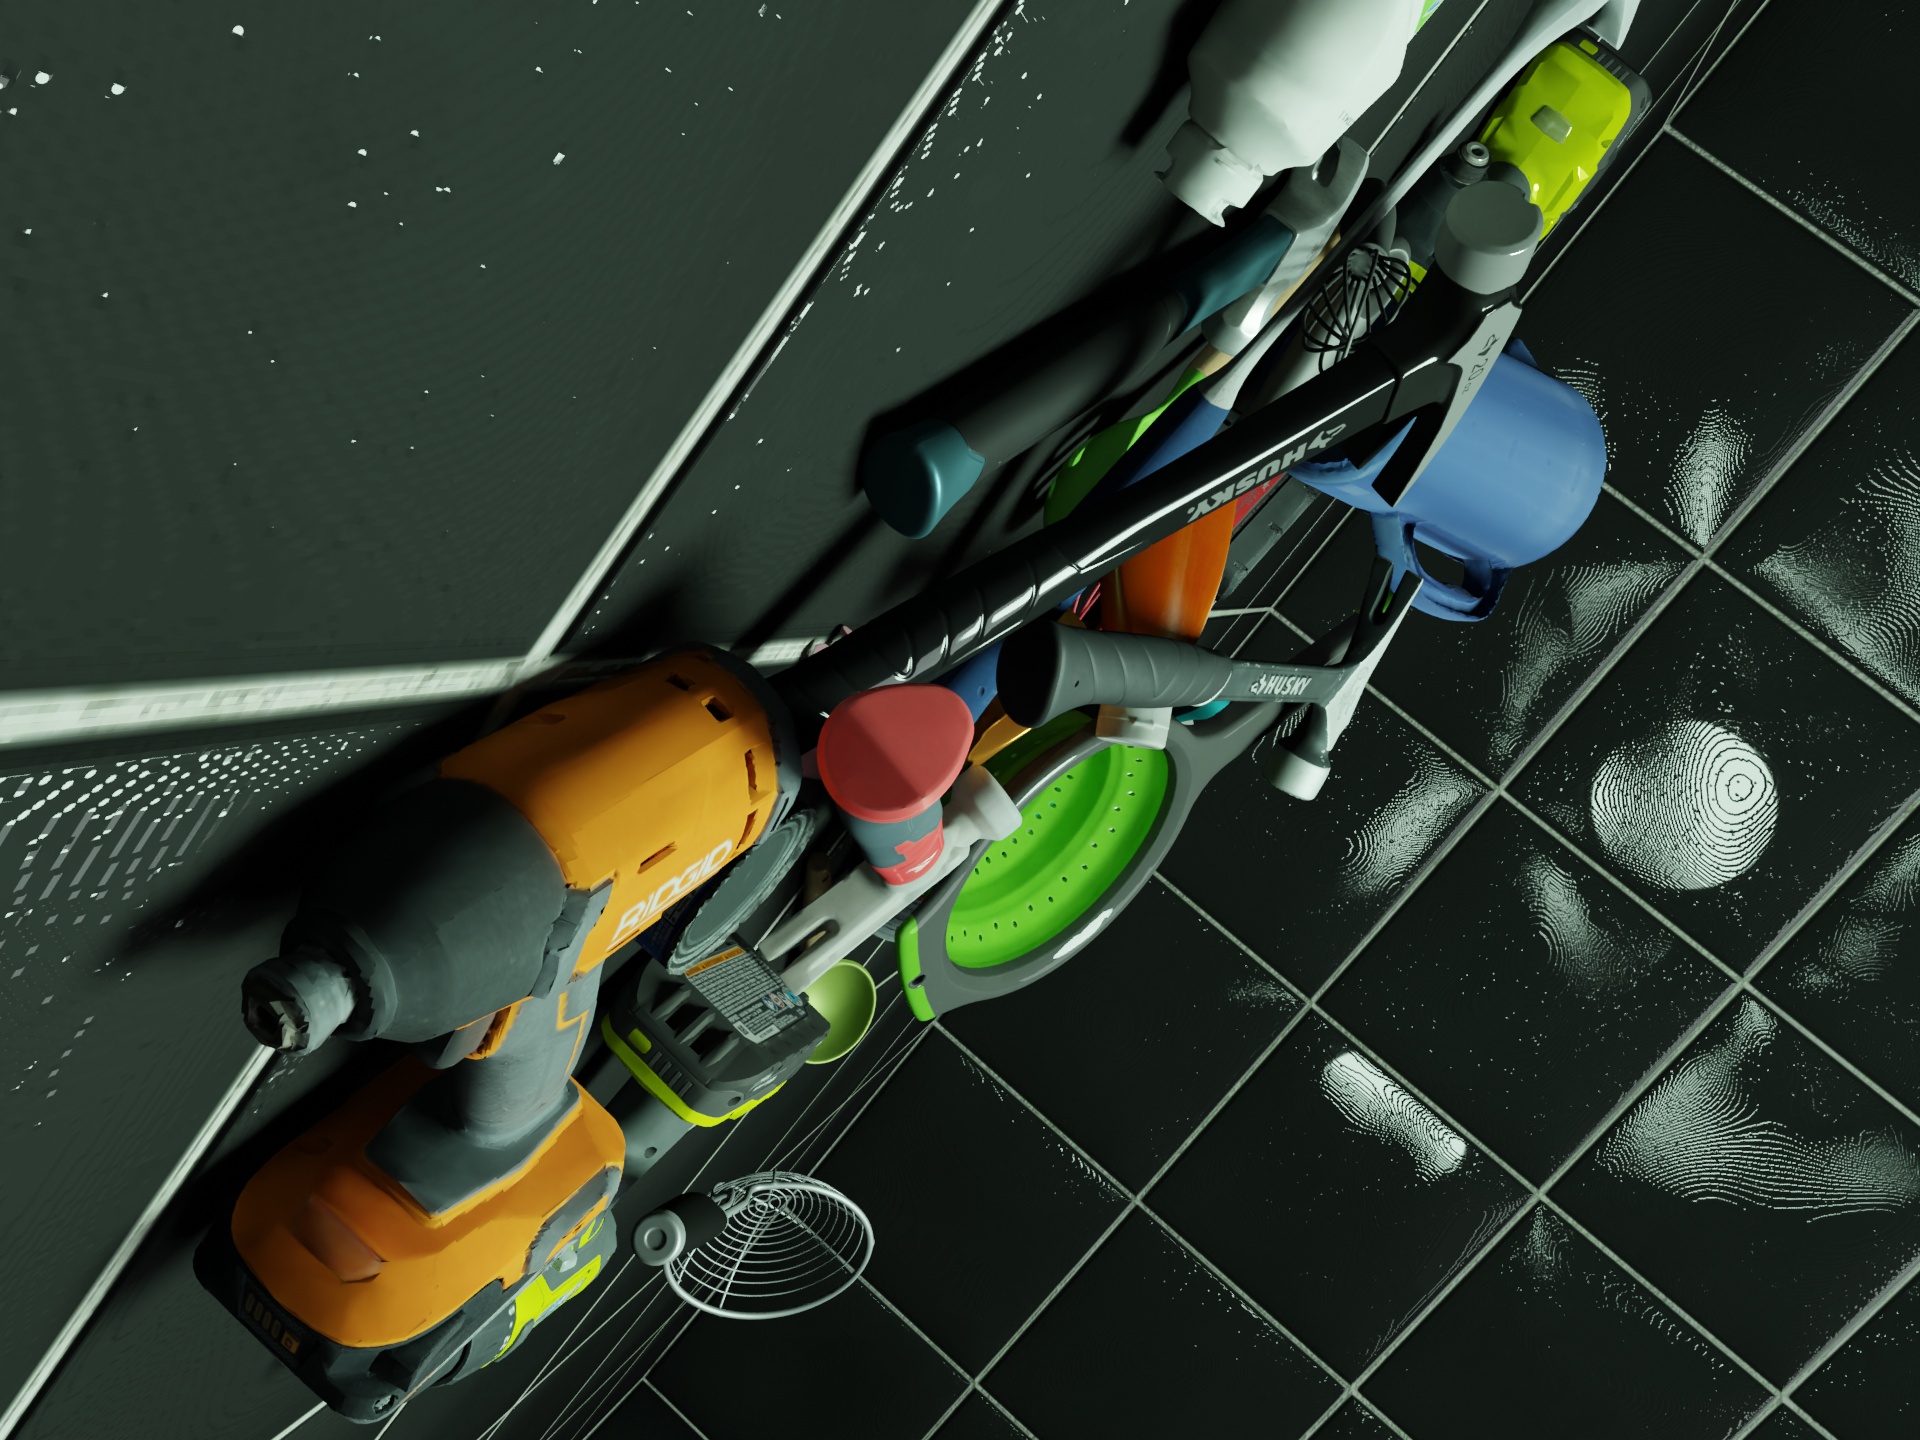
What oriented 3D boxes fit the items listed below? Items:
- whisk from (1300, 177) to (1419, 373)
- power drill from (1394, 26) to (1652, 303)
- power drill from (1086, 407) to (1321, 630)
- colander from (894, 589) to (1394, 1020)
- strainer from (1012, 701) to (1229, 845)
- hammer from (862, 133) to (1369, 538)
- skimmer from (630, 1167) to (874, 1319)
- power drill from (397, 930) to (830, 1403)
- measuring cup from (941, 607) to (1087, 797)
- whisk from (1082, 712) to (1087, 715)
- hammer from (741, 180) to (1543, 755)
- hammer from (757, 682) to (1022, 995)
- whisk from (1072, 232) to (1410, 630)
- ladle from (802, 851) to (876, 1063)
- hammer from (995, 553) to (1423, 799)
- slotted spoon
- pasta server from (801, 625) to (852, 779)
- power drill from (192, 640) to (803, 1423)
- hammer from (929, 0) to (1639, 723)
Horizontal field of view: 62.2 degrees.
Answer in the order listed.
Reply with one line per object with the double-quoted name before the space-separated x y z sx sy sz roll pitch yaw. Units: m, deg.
"whisk" 0.190 -0.217 0.747 0.055 0.055 0.239 -57 -174 35
"power drill" 0.327 -0.330 0.993 0.223 0.080 0.171 -42 169 -25
"power drill" 0.149 -0.103 1.054 0.143 0.078 0.219 -46 173 -22
"colander" 0.098 0.013 0.946 0.397 0.095 0.204 -34 146 -20
"strainer" 0.132 0.034 1.163 0.211 0.095 0.340 -49 -171 -20
"hammer" 0.068 -0.148 0.606 0.331 0.033 0.128 -41 168 -44
"skimmer" -0.118 0.289 0.837 0.127 0.090 0.363 -13 166 -2
"power drill" -0.177 0.211 0.744 0.228 0.080 0.190 -49 171 8
"measuring cup" -0.001 -0.003 0.812 0.173 0.052 0.095 -43 169 36
"whisk" 0.042 0.000 1.064 0.051 0.047 0.245 -60 166 2
"hammer" 0.050 -0.062 0.558 0.335 0.035 0.146 -30 159 -11
"hammer" -0.035 0.051 0.608 0.143 0.038 0.386 -38 173 -6
"whisk" 0.147 -0.140 0.877 0.295 0.073 0.073 -53 170 19
"ladle" -0.084 0.151 1.010 0.078 0.062 0.320 -39 165 -20
"hammer" 0.130 -0.024 0.773 0.408 0.036 0.149 0 119 -59
"slotted spoon" 0.128 -0.179 0.788 0.314 0.031 0.070 -46 176 -33
"pasta server" -0.054 0.024 0.740 0.060 0.040 0.316 -48 175 -10
"power drill" -0.140 0.093 0.440 0.164 0.084 0.226 -36 159 -55
"hammer" 0.108 -0.135 0.619 0.405 0.035 0.144 -48 173 27
